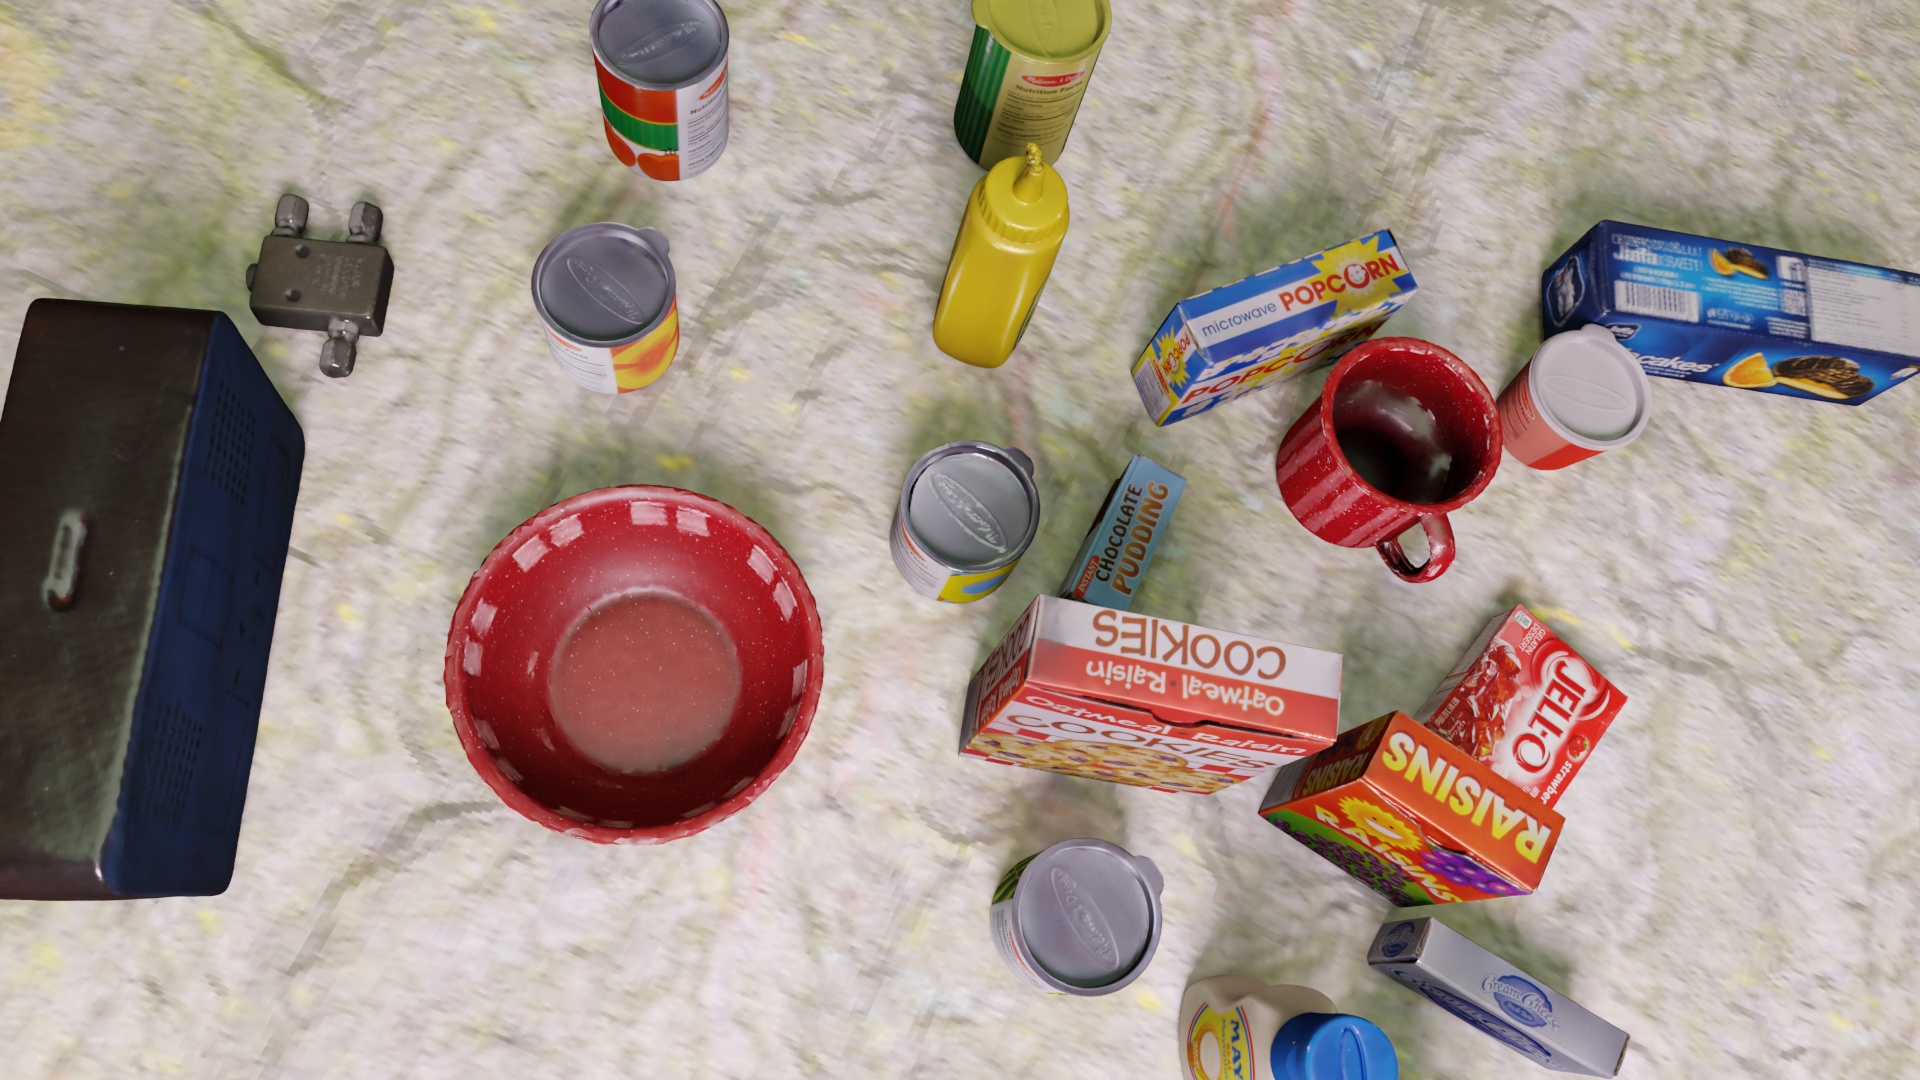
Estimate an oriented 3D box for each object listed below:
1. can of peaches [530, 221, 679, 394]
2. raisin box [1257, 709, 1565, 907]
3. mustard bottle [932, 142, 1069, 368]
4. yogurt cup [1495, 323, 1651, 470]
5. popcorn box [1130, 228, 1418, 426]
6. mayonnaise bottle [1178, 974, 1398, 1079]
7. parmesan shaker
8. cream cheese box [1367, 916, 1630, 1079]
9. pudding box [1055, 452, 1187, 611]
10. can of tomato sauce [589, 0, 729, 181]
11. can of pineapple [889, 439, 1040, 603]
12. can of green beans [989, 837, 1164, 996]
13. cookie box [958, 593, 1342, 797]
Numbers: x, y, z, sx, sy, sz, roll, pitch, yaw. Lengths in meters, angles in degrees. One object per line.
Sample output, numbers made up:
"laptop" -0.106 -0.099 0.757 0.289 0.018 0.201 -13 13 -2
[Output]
"can of peaches" -0.170 -0.113 0.678 0.071 0.058 0.071 3 72 -8
"raisin box" 0.197 0.124 0.625 0.086 0.123 0.040 34 70 3
"mustard bottle" 0.022 -0.139 0.664 0.049 0.159 0.065 20 70 -3
"yogurt cup" 0.326 -0.072 0.748 0.072 0.053 0.072 3 72 -8
"popcorn box" 0.159 -0.108 0.716 0.127 0.085 0.038 -21 77 -15
"mayonnaise bottle" 0.131 0.212 0.572 0.041 0.147 0.065 1 72 -9
"parmesan shaker" 0.032 -0.247 0.732 0.071 0.102 0.071 3 72 -8
"cream cheese box" 0.246 0.211 0.641 0.104 0.053 0.024 31 70 1
"pudding box" 0.077 0.004 0.684 0.030 0.049 0.084 28 70 0
"can of tomato sauce" -0.153 -0.234 0.708 0.071 0.082 0.071 3 72 -8
"can of pineapple" 0.002 -0.008 0.672 0.071 0.057 0.071 3 72 -8
"can of green beans" 0.050 0.169 0.620 0.071 0.057 0.071 3 72 -8
"cookie box" 0.073 0.074 0.598 0.123 0.167 0.040 11 71 -6
